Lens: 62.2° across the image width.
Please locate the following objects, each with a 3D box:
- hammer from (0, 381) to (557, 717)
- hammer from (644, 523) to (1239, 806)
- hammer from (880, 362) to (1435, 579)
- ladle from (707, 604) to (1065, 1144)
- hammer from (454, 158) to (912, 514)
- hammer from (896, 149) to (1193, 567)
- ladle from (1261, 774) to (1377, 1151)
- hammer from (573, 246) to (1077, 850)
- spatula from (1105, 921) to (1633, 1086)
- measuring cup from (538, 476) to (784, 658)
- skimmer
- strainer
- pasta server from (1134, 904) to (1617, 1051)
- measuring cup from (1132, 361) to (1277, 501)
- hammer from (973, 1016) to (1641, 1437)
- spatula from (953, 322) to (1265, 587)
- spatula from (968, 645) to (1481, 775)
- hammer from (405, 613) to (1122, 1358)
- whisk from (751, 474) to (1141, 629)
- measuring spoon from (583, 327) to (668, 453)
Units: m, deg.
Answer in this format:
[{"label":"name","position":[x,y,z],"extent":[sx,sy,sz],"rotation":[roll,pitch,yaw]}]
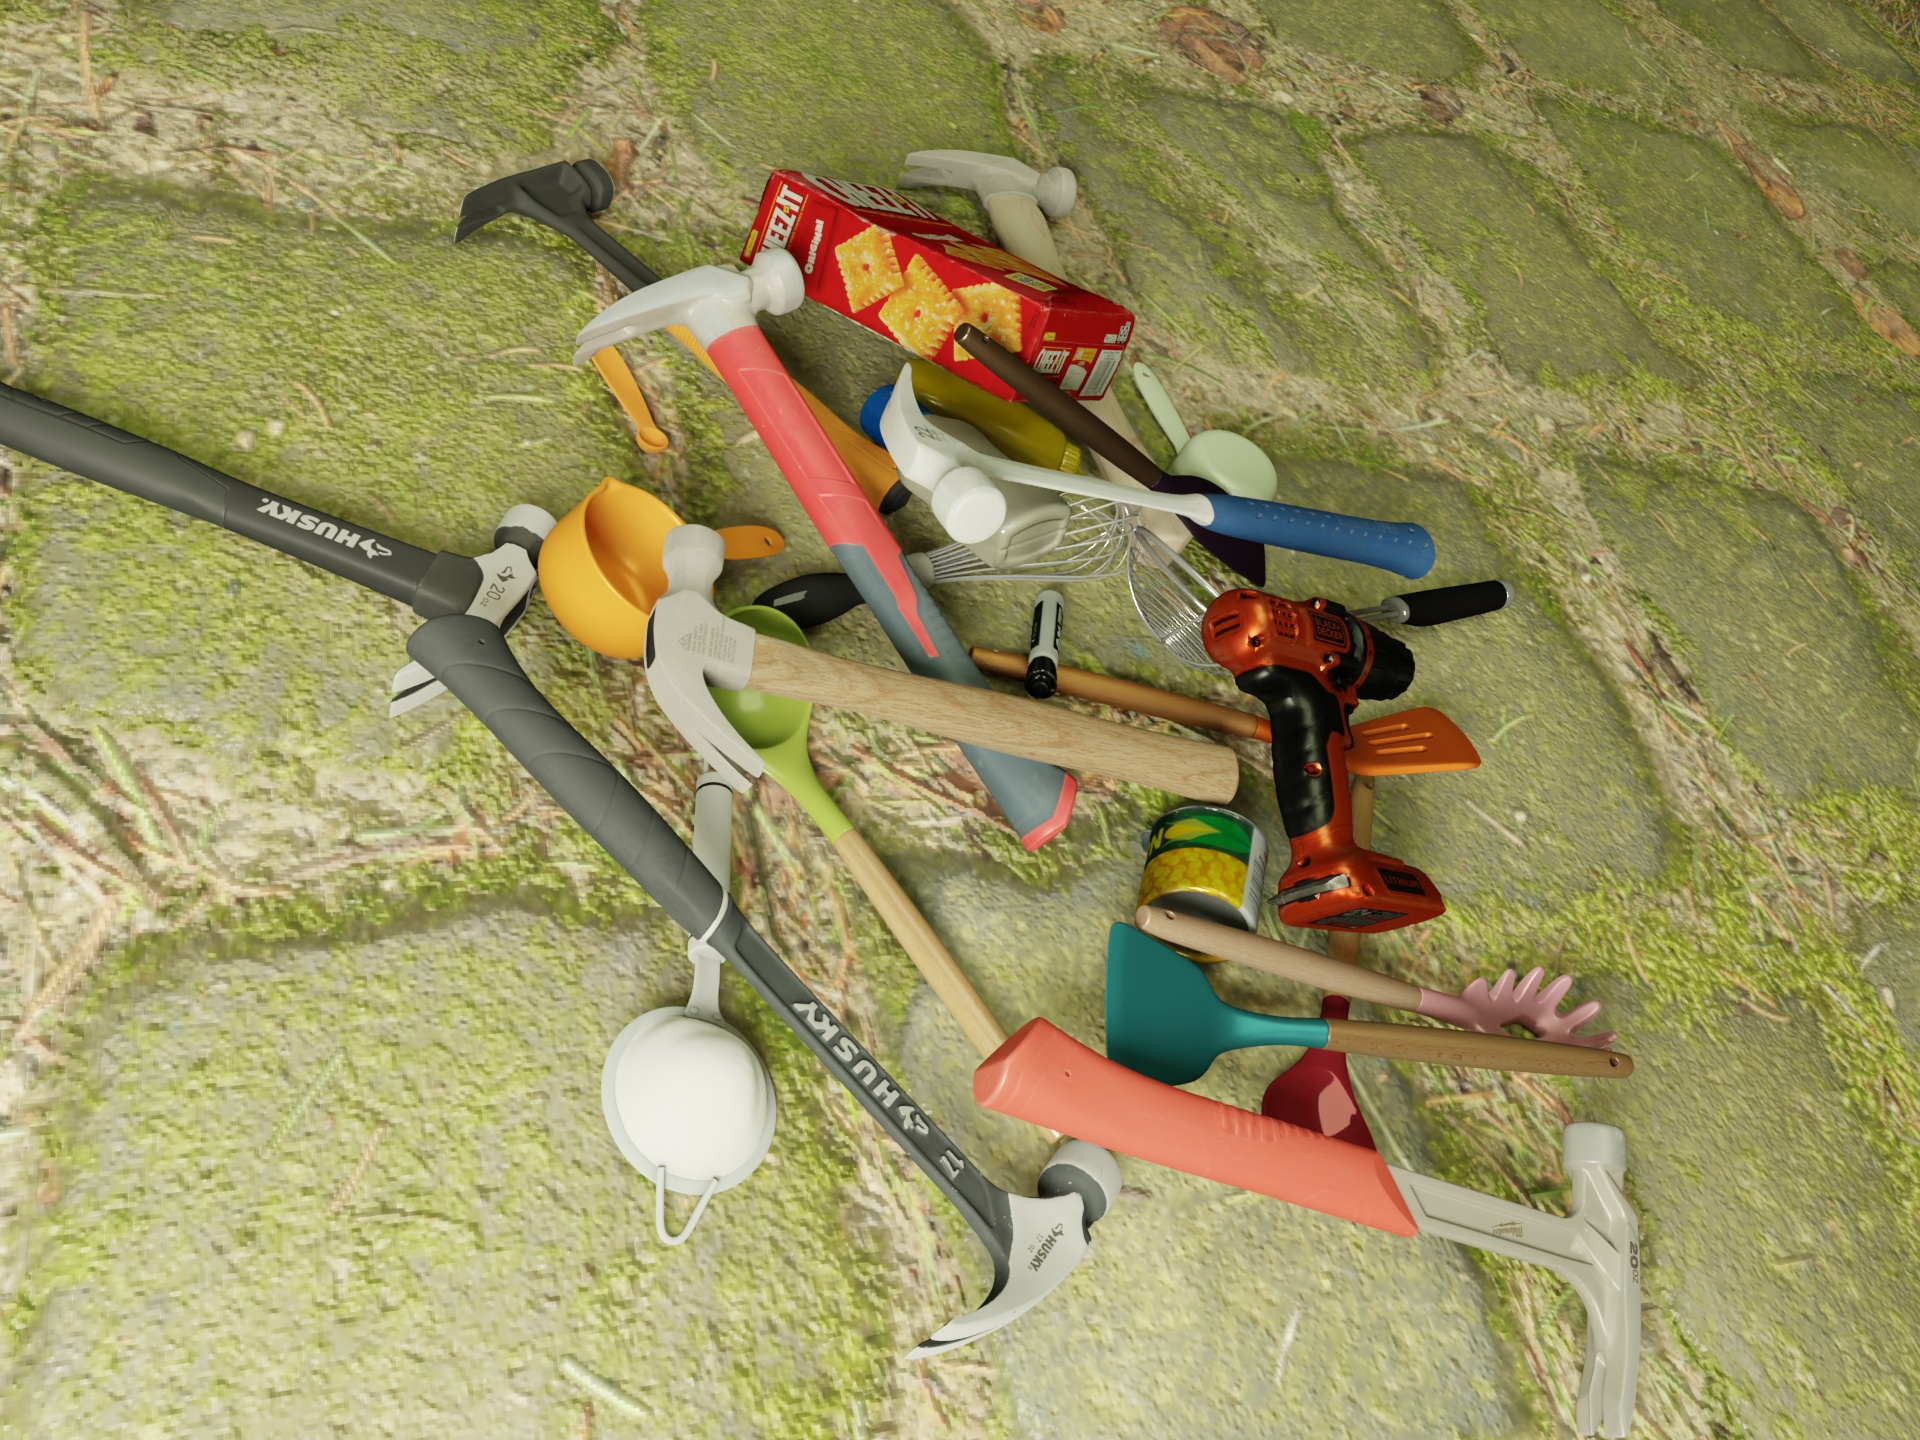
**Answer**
[{"label":"hammer","position":[-0.387,-0.112,0.808],"extent":[0.334,0.035,0.146],"rotation":[22,46,-7]},{"label":"hammer","position":[-0.001,-0.003,0.831],"extent":[0.331,0.031,0.130],"rotation":[14,57,-19]},{"label":"hammer","position":[0.133,-0.132,0.951],"extent":[0.405,0.035,0.144],"rotation":[5,35,-34]},{"label":"ladle","position":[-0.040,0.074,0.806],"extent":[0.078,0.062,0.320],"rotation":[-23,68,-39]},{"label":"hammer","position":[-0.165,-0.243,1.019],"extent":[0.337,0.034,0.127],"rotation":[40,43,9]},{"label":"hammer","position":[0.070,-0.276,1.160],"extent":[0.146,0.038,0.411],"rotation":[-1,54,-25]},{"label":"ladle","position":[0.213,0.137,0.892],"extent":[0.069,0.031,0.316],"rotation":[28,45,-5]},{"label":"hammer","position":[-0.065,-0.089,0.892],"extent":[0.143,0.038,0.386],"rotation":[-28,80,-25]},{"label":"spatula","position":[0.215,0.163,0.817],"extent":[0.317,0.044,0.082],"rotation":[8,68,-15]},{"label":"measuring cup","position":[-0.162,-0.083,0.885],"extent":[0.095,0.052,0.173],"rotation":[61,28,5]},{"label":"skimmer","position":[0.259,-0.091,1.055],"extent":[0.363,0.090,0.127],"rotation":[-10,41,-33]},{"label":"strainer","position":[-0.119,0.113,0.747],"extent":[0.086,0.050,0.259],"rotation":[23,41,-28]},{"label":"pasta server","position":[0.228,0.139,0.856],"extent":[0.316,0.040,0.060],"rotation":[19,35,-25]},{"label":"measuring cup","position":[0.171,-0.209,1.149],"extent":[0.083,0.038,0.168],"rotation":[-9,60,-31]},{"label":"hammer","position":[0.171,0.223,0.748],"extent":[0.359,0.036,0.149],"rotation":[20,63,-17]},{"label":"spatula","position":[0.106,-0.167,1.004],"extent":[0.315,0.018,0.060],"rotation":[27,56,-41]},{"label":"spatula","position":[0.161,-0.010,0.979],"extent":[0.322,0.041,0.081],"rotation":[13,25,-13]},{"label":"hammer","position":[-0.101,0.103,0.710],"extent":[0.409,0.036,0.149],"rotation":[45,32,6]},{"label":"whisk","position":[-0.002,-0.098,0.969],"extent":[0.284,0.070,0.070],"rotation":[-18,62,-30]},{"label":"measuring spoon","position":[-0.211,-0.205,0.987],"extent":[0.021,0.011,0.117],"rotation":[-6,52,-40]}]
